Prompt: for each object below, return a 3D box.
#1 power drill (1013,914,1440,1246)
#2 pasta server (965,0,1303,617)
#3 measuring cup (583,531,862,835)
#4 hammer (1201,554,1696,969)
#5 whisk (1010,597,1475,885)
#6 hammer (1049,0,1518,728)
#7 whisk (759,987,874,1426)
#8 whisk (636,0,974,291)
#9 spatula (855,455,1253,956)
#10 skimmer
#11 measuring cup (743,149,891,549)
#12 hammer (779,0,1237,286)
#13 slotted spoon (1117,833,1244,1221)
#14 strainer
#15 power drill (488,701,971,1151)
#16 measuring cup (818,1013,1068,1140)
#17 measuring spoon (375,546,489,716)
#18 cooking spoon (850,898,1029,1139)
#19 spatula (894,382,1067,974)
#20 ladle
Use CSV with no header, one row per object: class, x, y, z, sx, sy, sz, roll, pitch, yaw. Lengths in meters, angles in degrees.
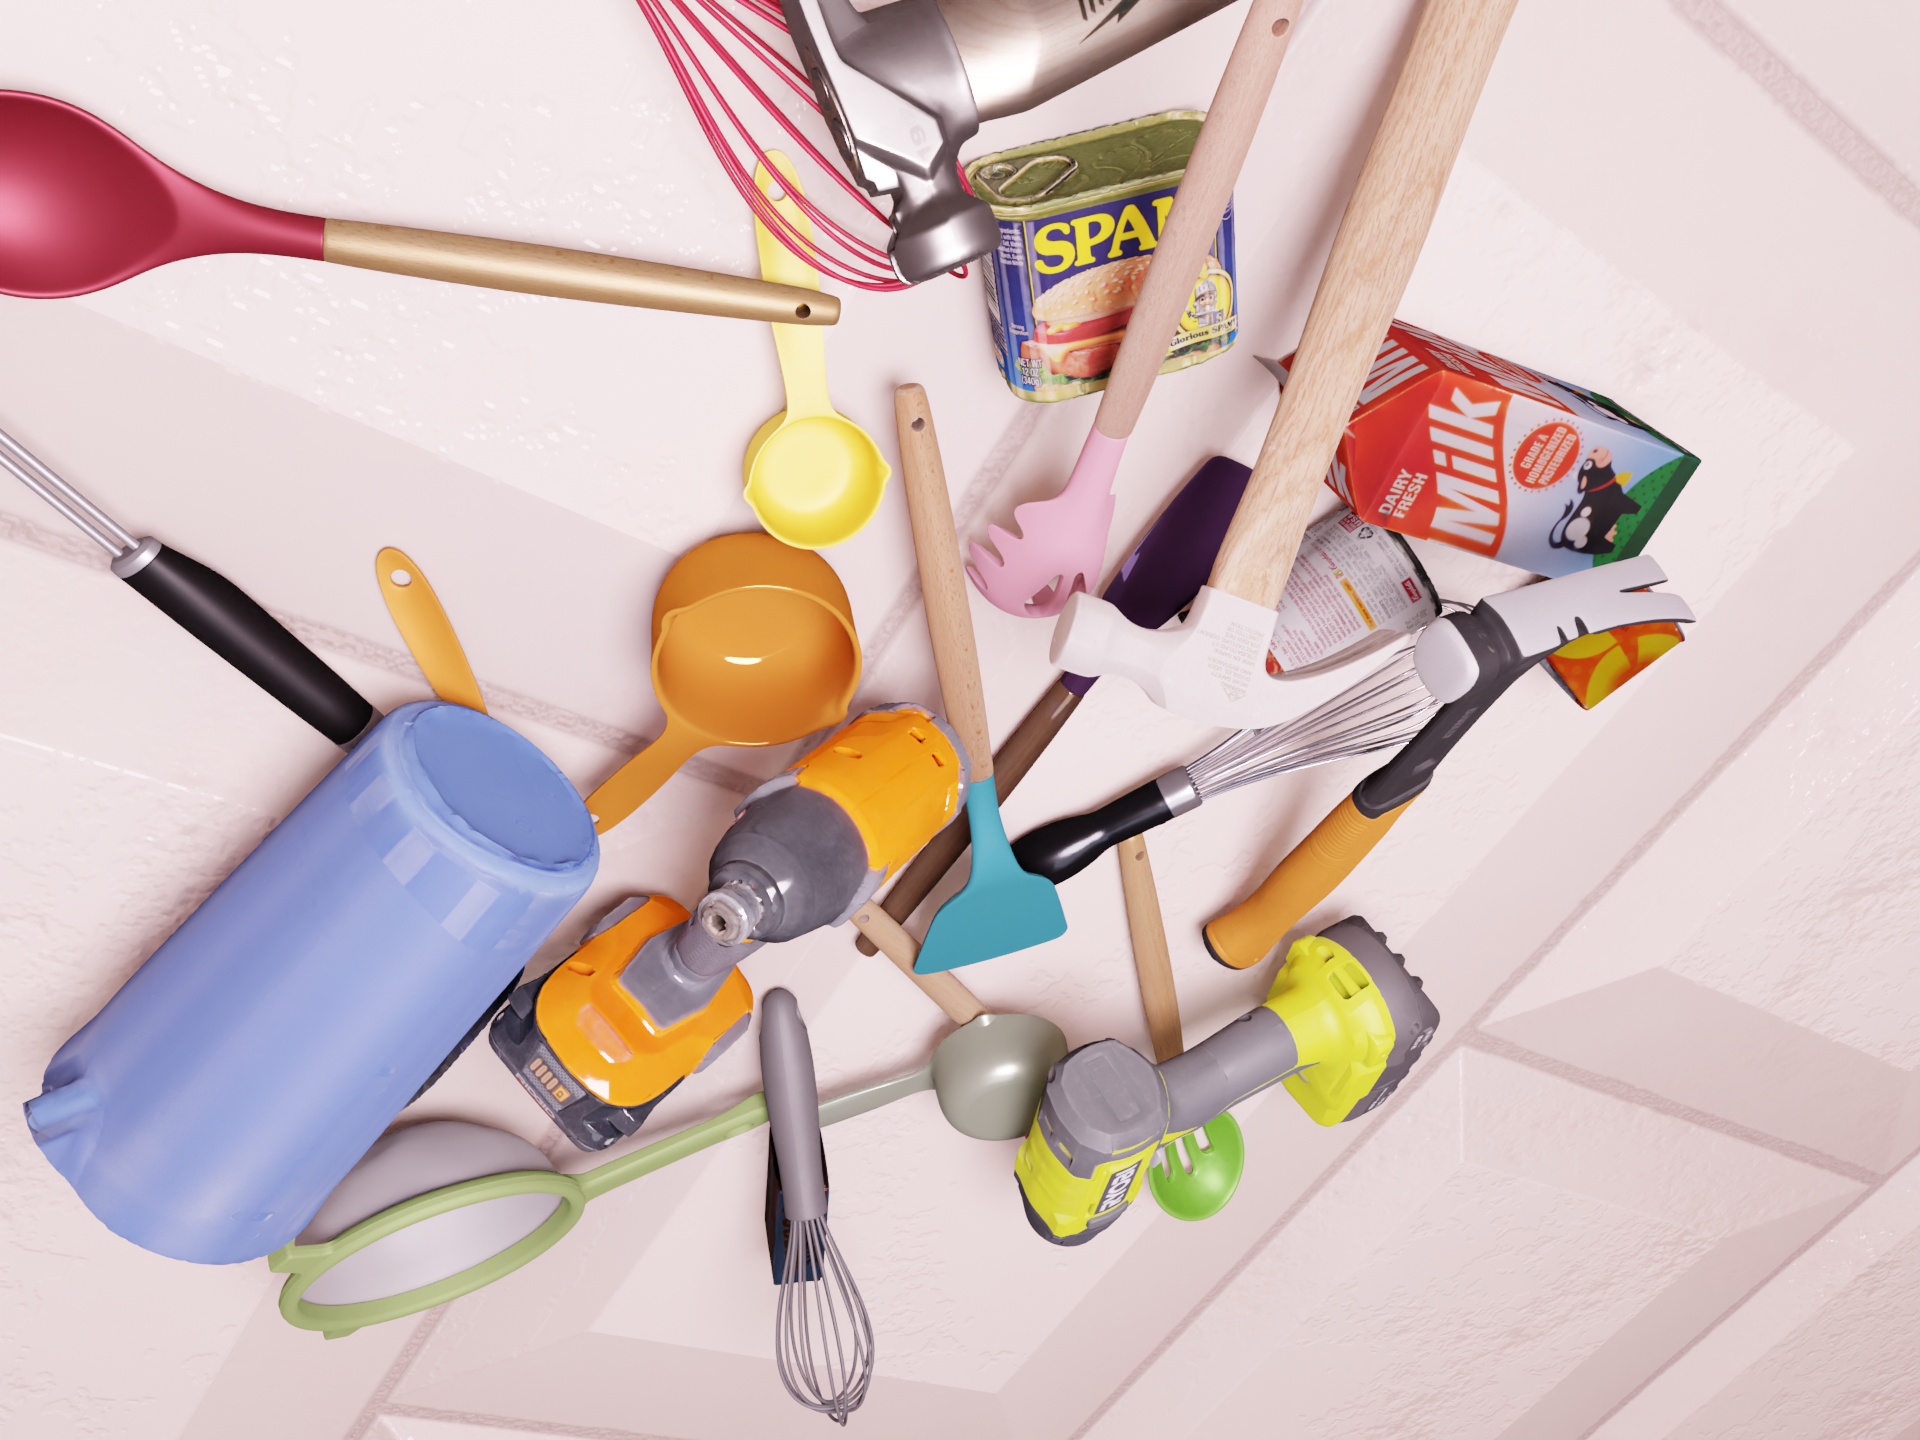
power drill,0.135,0.203,0.860,0.223,0.080,0.171,-20,146,-22
pasta server,0.062,-0.135,0.592,0.060,0.040,0.316,-8,148,-19
measuring cup,-0.117,-0.013,0.695,0.095,0.052,0.173,32,120,-34
hammer,0.199,0.039,0.752,0.127,0.034,0.336,-16,155,-24
whisk,0.138,0.022,0.791,0.284,0.070,0.070,-28,128,10
hammer,0.152,-0.153,0.612,0.130,0.031,0.331,19,97,-9
whisk,-0.081,0.258,0.844,0.055,0.055,0.239,-8,95,-11
whisk,-0.100,-0.247,0.525,0.073,0.073,0.295,-42,120,14
spatula,0.040,0.003,0.771,0.059,0.018,0.316,15,121,-45
skimmer,-0.352,-0.075,0.551,0.127,0.090,0.362,-10,138,32
measuring cup,-0.066,-0.146,0.633,0.062,0.029,0.156,-12,115,-14
hammer,0.135,-0.296,0.540,0.410,0.038,0.146,-26,105,-9
slotted spoon,0.120,0.179,0.917,0.070,0.031,0.313,-28,128,-19
strainer,-0.226,0.228,0.825,0.256,0.069,0.151,-19,152,-21
power drill,-0.106,0.093,0.681,0.084,0.164,0.226,49,121,2
measuring cup,-0.019,0.209,0.858,0.167,0.038,0.083,-18,134,0
measuring spoon,-0.219,-0.025,0.679,0.021,0.011,0.116,-17,124,1
cooking spoon,0.021,0.176,0.879,0.069,0.017,0.318,-31,132,10
spatula,-0.001,-0.002,0.719,0.082,0.044,0.317,-14,121,-8
ladle,-0.197,-0.167,0.562,0.315,0.031,0.069,4,124,-17
